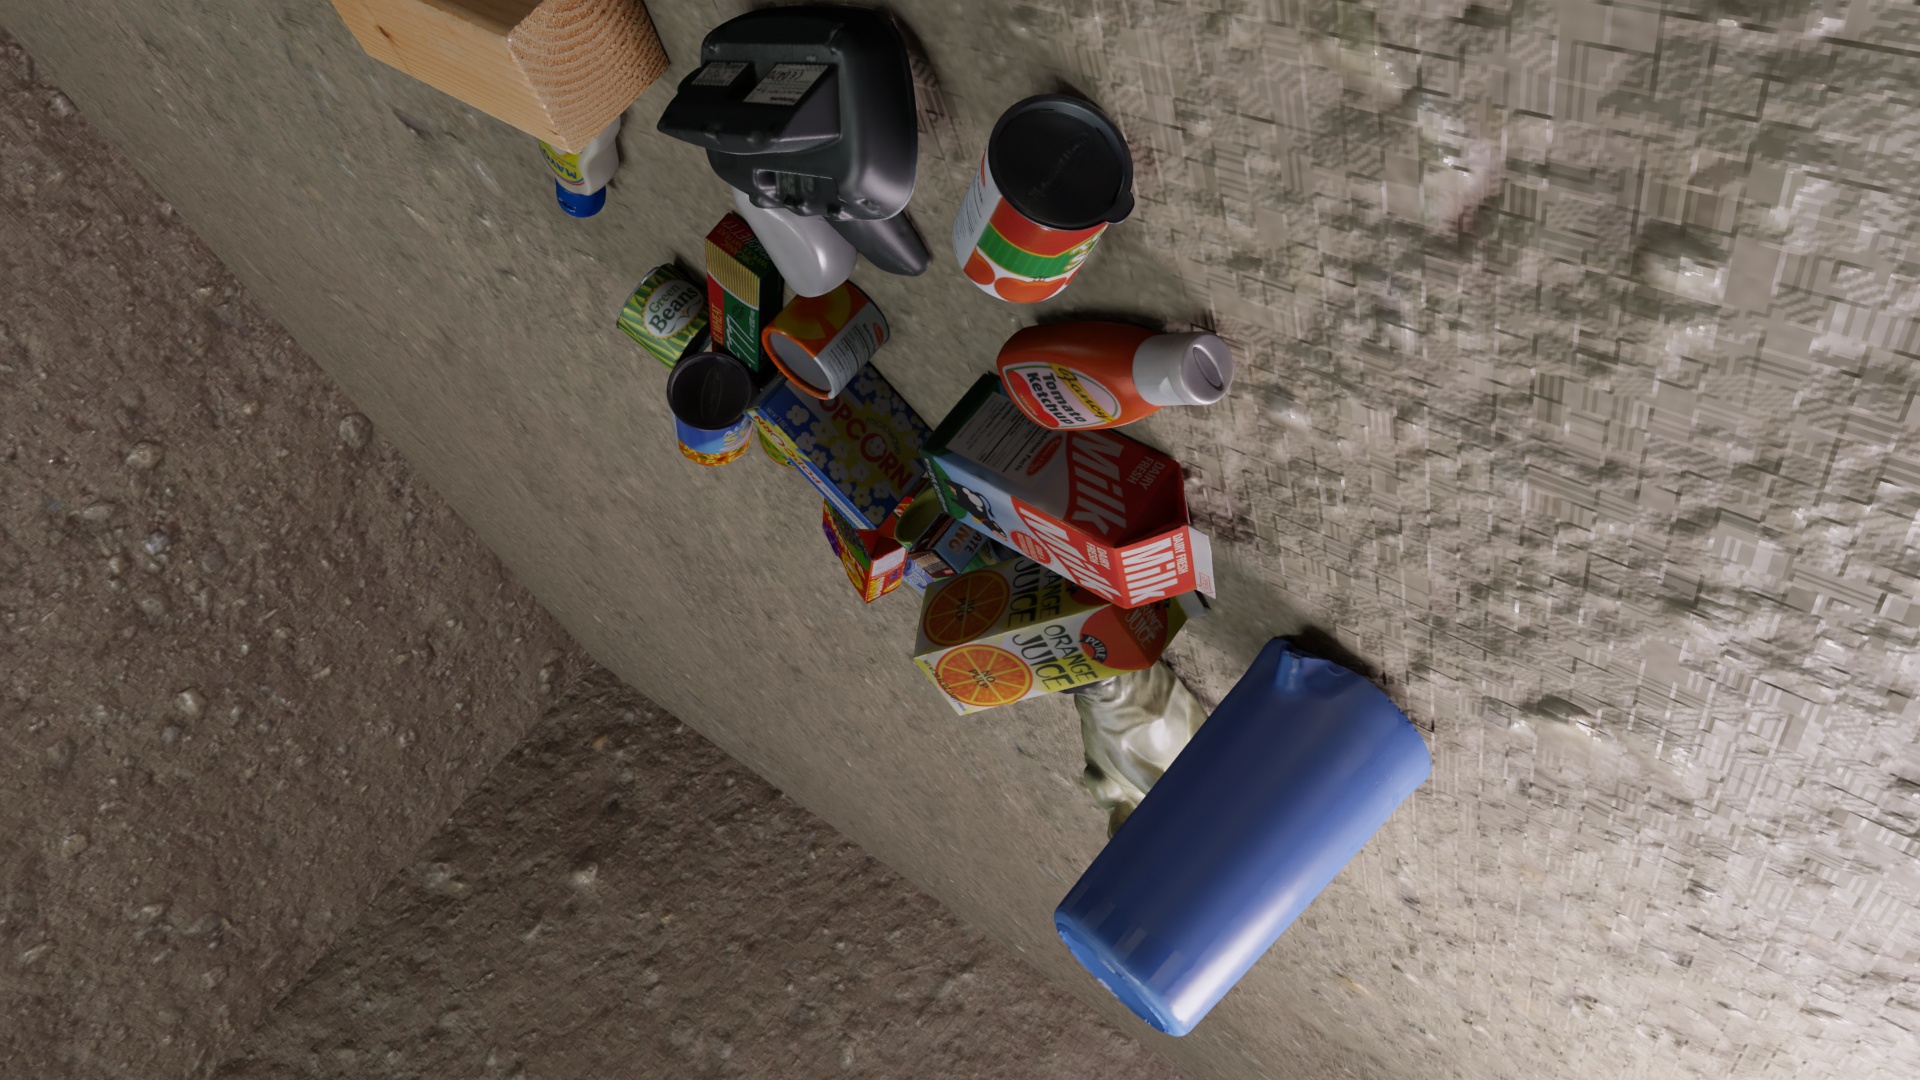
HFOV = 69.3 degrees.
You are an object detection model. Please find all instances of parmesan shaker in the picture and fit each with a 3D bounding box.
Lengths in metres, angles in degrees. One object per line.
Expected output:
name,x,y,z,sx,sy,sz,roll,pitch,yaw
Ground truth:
parmesan shaker,0.005,0.014,1.074,0.103,0.071,0.071,50,158,-26

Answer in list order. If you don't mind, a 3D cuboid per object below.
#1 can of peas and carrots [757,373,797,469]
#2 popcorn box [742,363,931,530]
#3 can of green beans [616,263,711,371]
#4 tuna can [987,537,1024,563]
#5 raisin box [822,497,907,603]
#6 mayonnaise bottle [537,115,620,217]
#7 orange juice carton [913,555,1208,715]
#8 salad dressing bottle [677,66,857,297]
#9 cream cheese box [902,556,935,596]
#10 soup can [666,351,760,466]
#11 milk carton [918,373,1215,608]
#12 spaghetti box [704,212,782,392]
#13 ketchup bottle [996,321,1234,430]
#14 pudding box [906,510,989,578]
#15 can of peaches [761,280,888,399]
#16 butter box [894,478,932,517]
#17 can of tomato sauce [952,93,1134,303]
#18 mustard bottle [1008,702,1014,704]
can of peas and carrots,-0.122,-0.092,1.079,0.071,0.071,0.058,40,161,0
popcorn box,-0.083,-0.080,1.008,0.126,0.085,0.038,47,160,-20
can of green beans,-0.226,-0.174,1.092,0.058,0.071,0.071,39,161,-1
tuna can,0.053,0.004,1.022,0.071,0.033,0.070,35,160,15
raisin box,-0.083,-0.005,1.200,0.086,0.040,0.123,59,165,14
mayonnaise bottle,-0.271,-0.278,0.981,0.065,0.041,0.147,38,160,0
orange juice carton,0.070,0.054,0.967,0.192,0.073,0.071,-17,130,23
salad dressing bottle,-0.115,-0.215,0.833,0.064,0.044,0.147,22,153,45
cream cheese box,-0.031,0.019,1.224,0.053,0.024,0.103,38,161,5
soup can,-0.195,-0.102,1.105,0.071,0.071,0.083,38,161,5
milk carton,0.074,-0.024,0.860,0.191,0.074,0.072,28,157,29
spaghetti box,-0.164,-0.163,1.059,0.050,0.029,0.249,38,161,5
ketchup bottle,0.083,-0.090,0.745,0.064,0.044,0.148,49,158,-25
pudding box,0.004,-0.013,0.998,0.030,0.084,0.049,45,160,-15
can of peaches,-0.094,-0.138,0.939,0.071,0.058,0.071,34,160,14
butter box,-0.014,-0.008,1.132,0.103,0.024,0.053,48,158,-24
can of tomato sauce,0.038,-0.156,0.648,0.071,0.071,0.083,40,161,0
mustard bottle,0.036,0.095,1.231,0.065,0.049,0.159,34,159,16
